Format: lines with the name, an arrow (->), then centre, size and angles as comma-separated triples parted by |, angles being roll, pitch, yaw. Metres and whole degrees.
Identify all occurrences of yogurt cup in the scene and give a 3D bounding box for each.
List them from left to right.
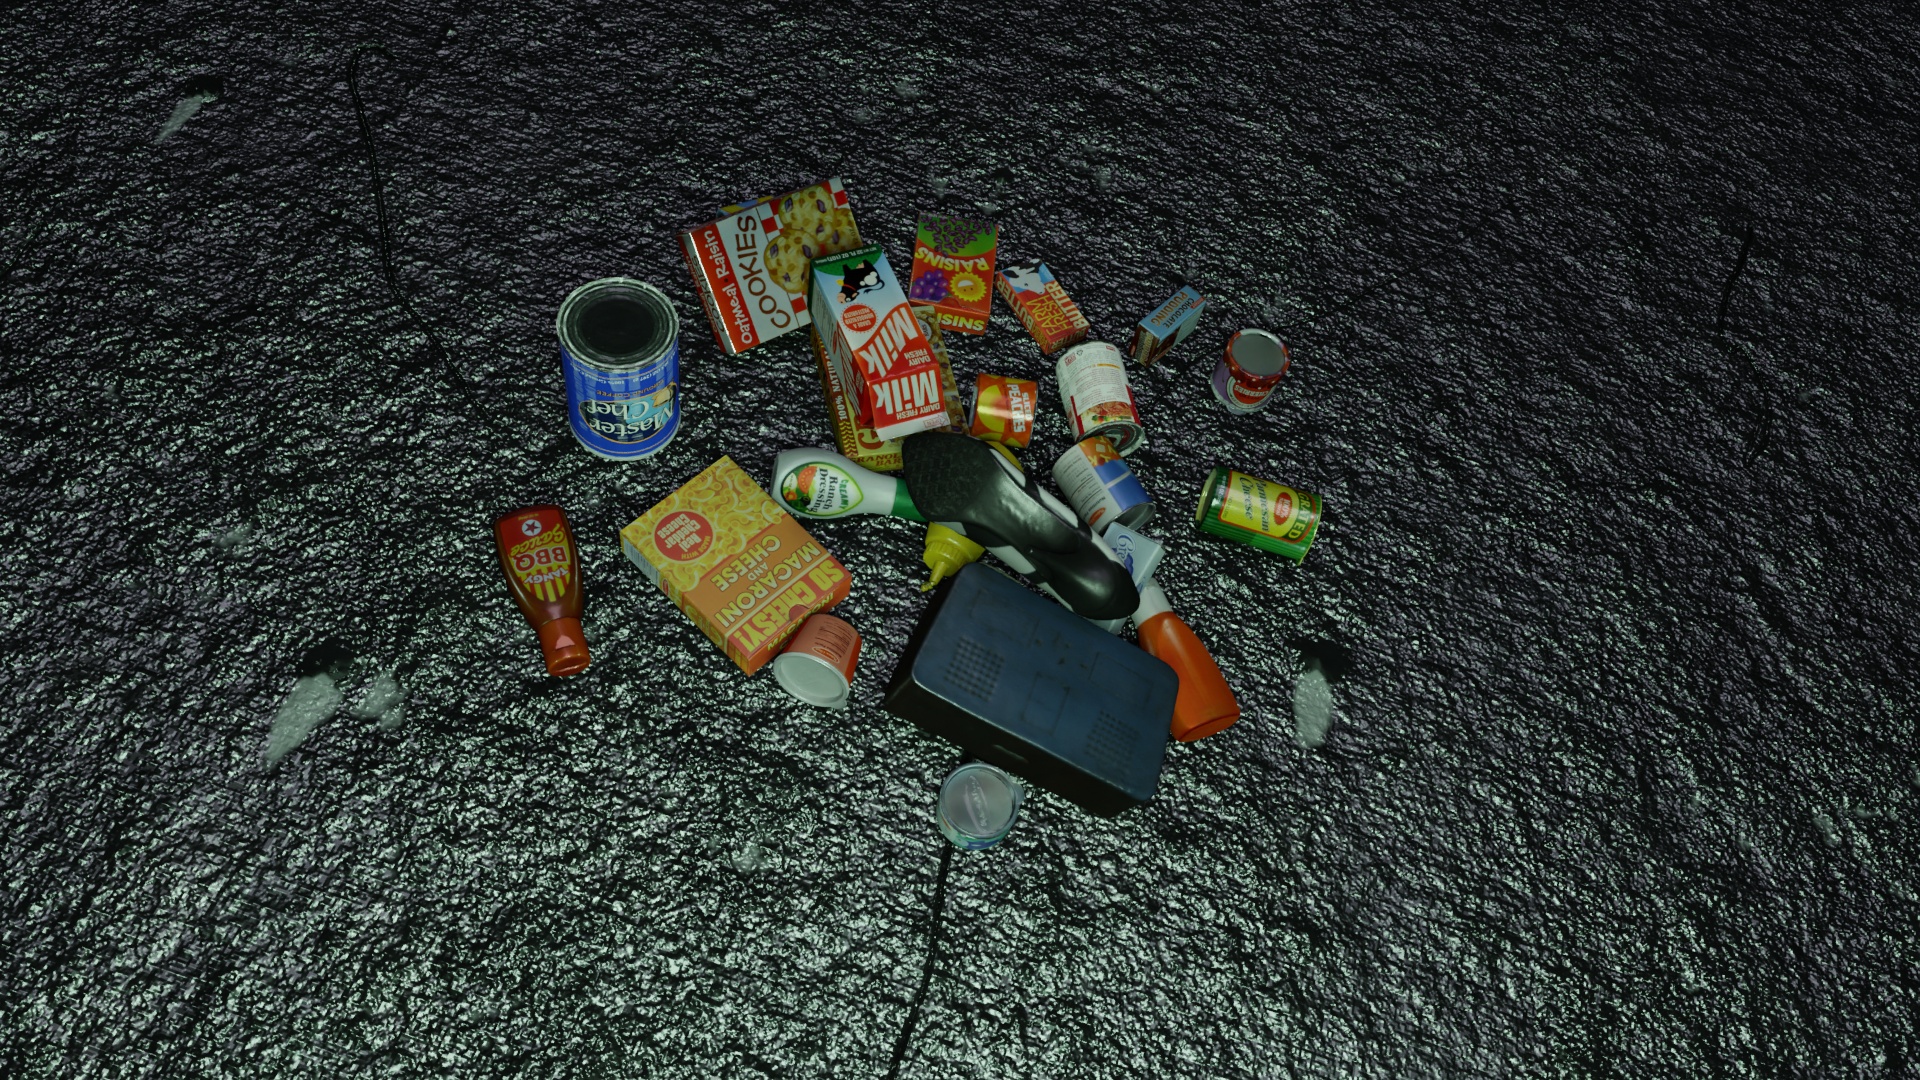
yogurt cup -> -0.118, 0.099, 1.177 | 0.072, 0.072, 0.054 | 22, 50, 2

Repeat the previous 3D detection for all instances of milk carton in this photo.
milk carton -> -0.077, -0.177, 1.293 | 0.072, 0.073, 0.191 | -16, 64, -18

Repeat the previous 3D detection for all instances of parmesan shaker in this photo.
parmesan shaker -> 0.282, -0.024, 1.324 | 0.103, 0.071, 0.071 | 16, 58, -1

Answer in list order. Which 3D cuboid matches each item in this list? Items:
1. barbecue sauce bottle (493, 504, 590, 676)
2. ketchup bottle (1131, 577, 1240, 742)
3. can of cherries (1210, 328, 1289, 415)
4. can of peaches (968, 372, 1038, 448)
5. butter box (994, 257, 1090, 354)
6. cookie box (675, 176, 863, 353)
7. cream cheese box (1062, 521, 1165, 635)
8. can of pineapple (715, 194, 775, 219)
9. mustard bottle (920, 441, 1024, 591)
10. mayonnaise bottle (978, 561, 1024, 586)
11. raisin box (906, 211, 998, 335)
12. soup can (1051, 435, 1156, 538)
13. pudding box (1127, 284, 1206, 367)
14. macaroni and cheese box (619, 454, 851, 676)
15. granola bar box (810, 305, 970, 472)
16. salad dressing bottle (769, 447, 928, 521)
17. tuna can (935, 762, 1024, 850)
barbecue sauce bottle -> -0.349, 0.043, 1.177 | 0.065, 0.043, 0.149 | -14, 64, -19
ketchup bottle -> 0.191, 0.104, 1.243 | 0.065, 0.043, 0.149 | -12, 63, -24
can of cherries -> 0.296, -0.172, 1.417 | 0.071, 0.058, 0.072 | 5, 59, -8
can of peaches -> 0.040, -0.125, 1.334 | 0.058, 0.071, 0.071 | 9, 59, -4
butter box -> 0.084, -0.244, 1.440 | 0.053, 0.024, 0.104 | -24, 67, -23
cookie box -> -0.177, -0.269, 1.357 | 0.168, 0.040, 0.122 | -27, 110, -24
cream cheese box -> 0.136, 0.039, 1.251 | 0.053, 0.024, 0.104 | 28, 83, 28
can of pineapple -> -0.207, -0.308, 1.397 | 0.058, 0.070, 0.071 | -20, 66, -20
mustard bottle -> 0.005, -0.016, 1.268 | 0.065, 0.048, 0.161 | 46, 56, -32
mayonnaise bottle -> 0.003, 0.091, 1.217 | 0.065, 0.041, 0.149 | 31, 60, 3
raisin box -> -0.008, -0.276, 1.433 | 0.086, 0.040, 0.124 | 10, 59, -6
soup can -> 0.136, -0.047, 1.310 | 0.071, 0.071, 0.084 | -22, 66, -22
pudding box -> 0.214, -0.222, 1.436 | 0.030, 0.049, 0.084 | 42, 61, 16
macaroni and cheese box -> -0.197, 0.020, 1.221 | 0.167, 0.040, 0.124 | 42, 62, 15
granola bar box -> -0.069, -0.146, 1.344 | 0.124, 0.039, 0.166 | -8, 62, -14
salad dressing bottle -> -0.098, -0.047, 1.271 | 0.148, 0.064, 0.044 | 9, 20, -14
tuna can -> 0.016, 0.219, 1.148 | 0.071, 0.032, 0.071 | 5, 59, -8
